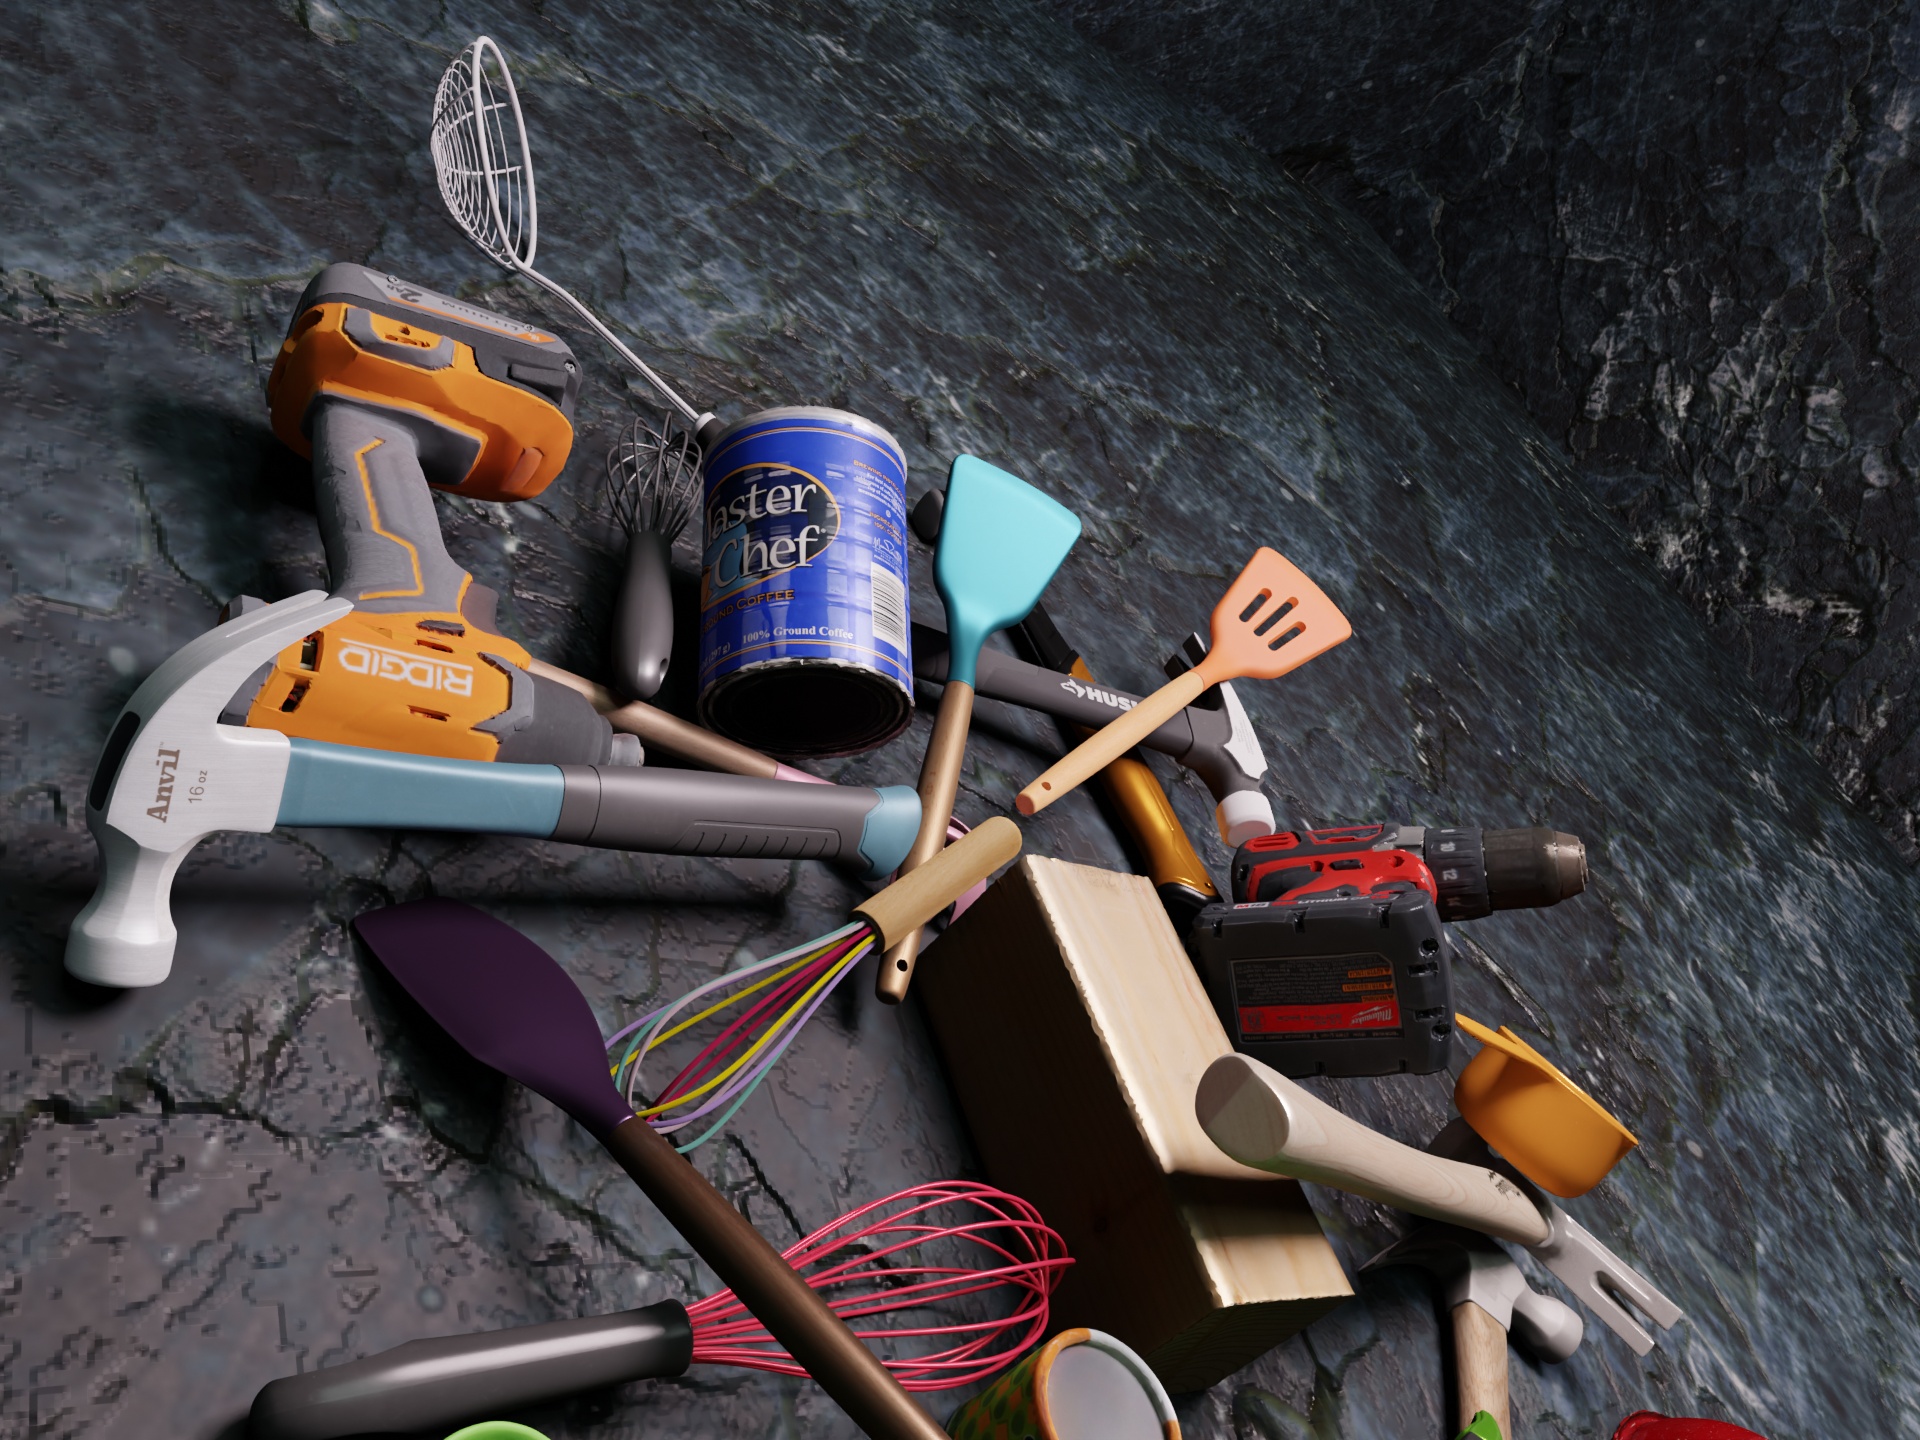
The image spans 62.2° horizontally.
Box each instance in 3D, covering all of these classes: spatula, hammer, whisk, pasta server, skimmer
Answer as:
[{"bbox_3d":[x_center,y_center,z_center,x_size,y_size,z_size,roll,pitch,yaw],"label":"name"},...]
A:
[{"bbox_3d":[-0.091,0.150,0.514,0.316,0.018,0.059,37,26,28],"label":"spatula"},{"bbox_3d":[0.216,0.214,0.711,0.146,0.038,0.410,42,7,38],"label":"hammer"},{"bbox_3d":[0.233,0.354,0.704,0.130,0.031,0.331,39,30,-7],"label":"hammer"},{"bbox_3d":[-0.050,0.098,0.644,0.245,0.047,0.051,-31,84,-44],"label":"whisk"},{"bbox_3d":[-0.115,0.021,0.733,0.316,0.040,0.060,24,34,-22],"label":"pasta server"},{"bbox_3d":[0.080,-0.012,0.995,0.127,0.034,0.337,9,43,-42],"label":"hammer"},{"bbox_3d":[-0.174,-0.235,0.926,0.363,0.090,0.127,44,-2,-1],"label":"skimmer"},{"bbox_3d":[-0.153,-0.086,0.785,0.055,0.055,0.239,27,29,-25],"label":"whisk"},{"bbox_3d":[-0.001,-0.002,0.777,0.082,0.044,0.318,27,46,-17],"label":"spatula"},{"bbox_3d":[0.127,-0.019,0.914,0.081,0.041,0.322,47,40,10],"label":"spatula"},{"bbox_3d":[0.028,-0.027,0.907,0.334,0.035,0.146,17,42,-24],"label":"hammer"},{"bbox_3d":[-0.142,0.033,0.593,0.330,0.128,0.033,9,6,-45],"label":"hammer"},{"bbox_3d":[-0.076,0.197,0.518,0.295,0.073,0.073,6,46,-39],"label":"whisk"}]

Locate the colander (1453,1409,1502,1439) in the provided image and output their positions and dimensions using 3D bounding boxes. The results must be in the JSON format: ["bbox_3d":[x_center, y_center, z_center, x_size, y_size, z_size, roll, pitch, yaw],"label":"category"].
[{"bbox_3d":[0.101,0.289,0.528,0.095,0.204,0.397,30,12,26],"label":"colander"}]

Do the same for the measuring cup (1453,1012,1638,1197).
[{"bbox_3d":[0.279,0.194,0.817,0.173,0.052,0.095,31,10,-40],"label":"measuring cup"}]

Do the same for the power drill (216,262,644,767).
[{"bbox_3d":[-0.209,-0.067,0.649,0.164,0.084,0.227,15,50,-30],"label":"power drill"}]

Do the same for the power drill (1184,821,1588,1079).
[{"bbox_3d":[0.217,0.101,0.802,0.226,0.188,0.080,-27,109,-67],"label":"power drill"}]

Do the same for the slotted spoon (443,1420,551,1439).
[{"bbox_3d":[-0.076,0.328,0.380,0.070,0.031,0.314,4,49,-48],"label":"slotted spoon"}]
